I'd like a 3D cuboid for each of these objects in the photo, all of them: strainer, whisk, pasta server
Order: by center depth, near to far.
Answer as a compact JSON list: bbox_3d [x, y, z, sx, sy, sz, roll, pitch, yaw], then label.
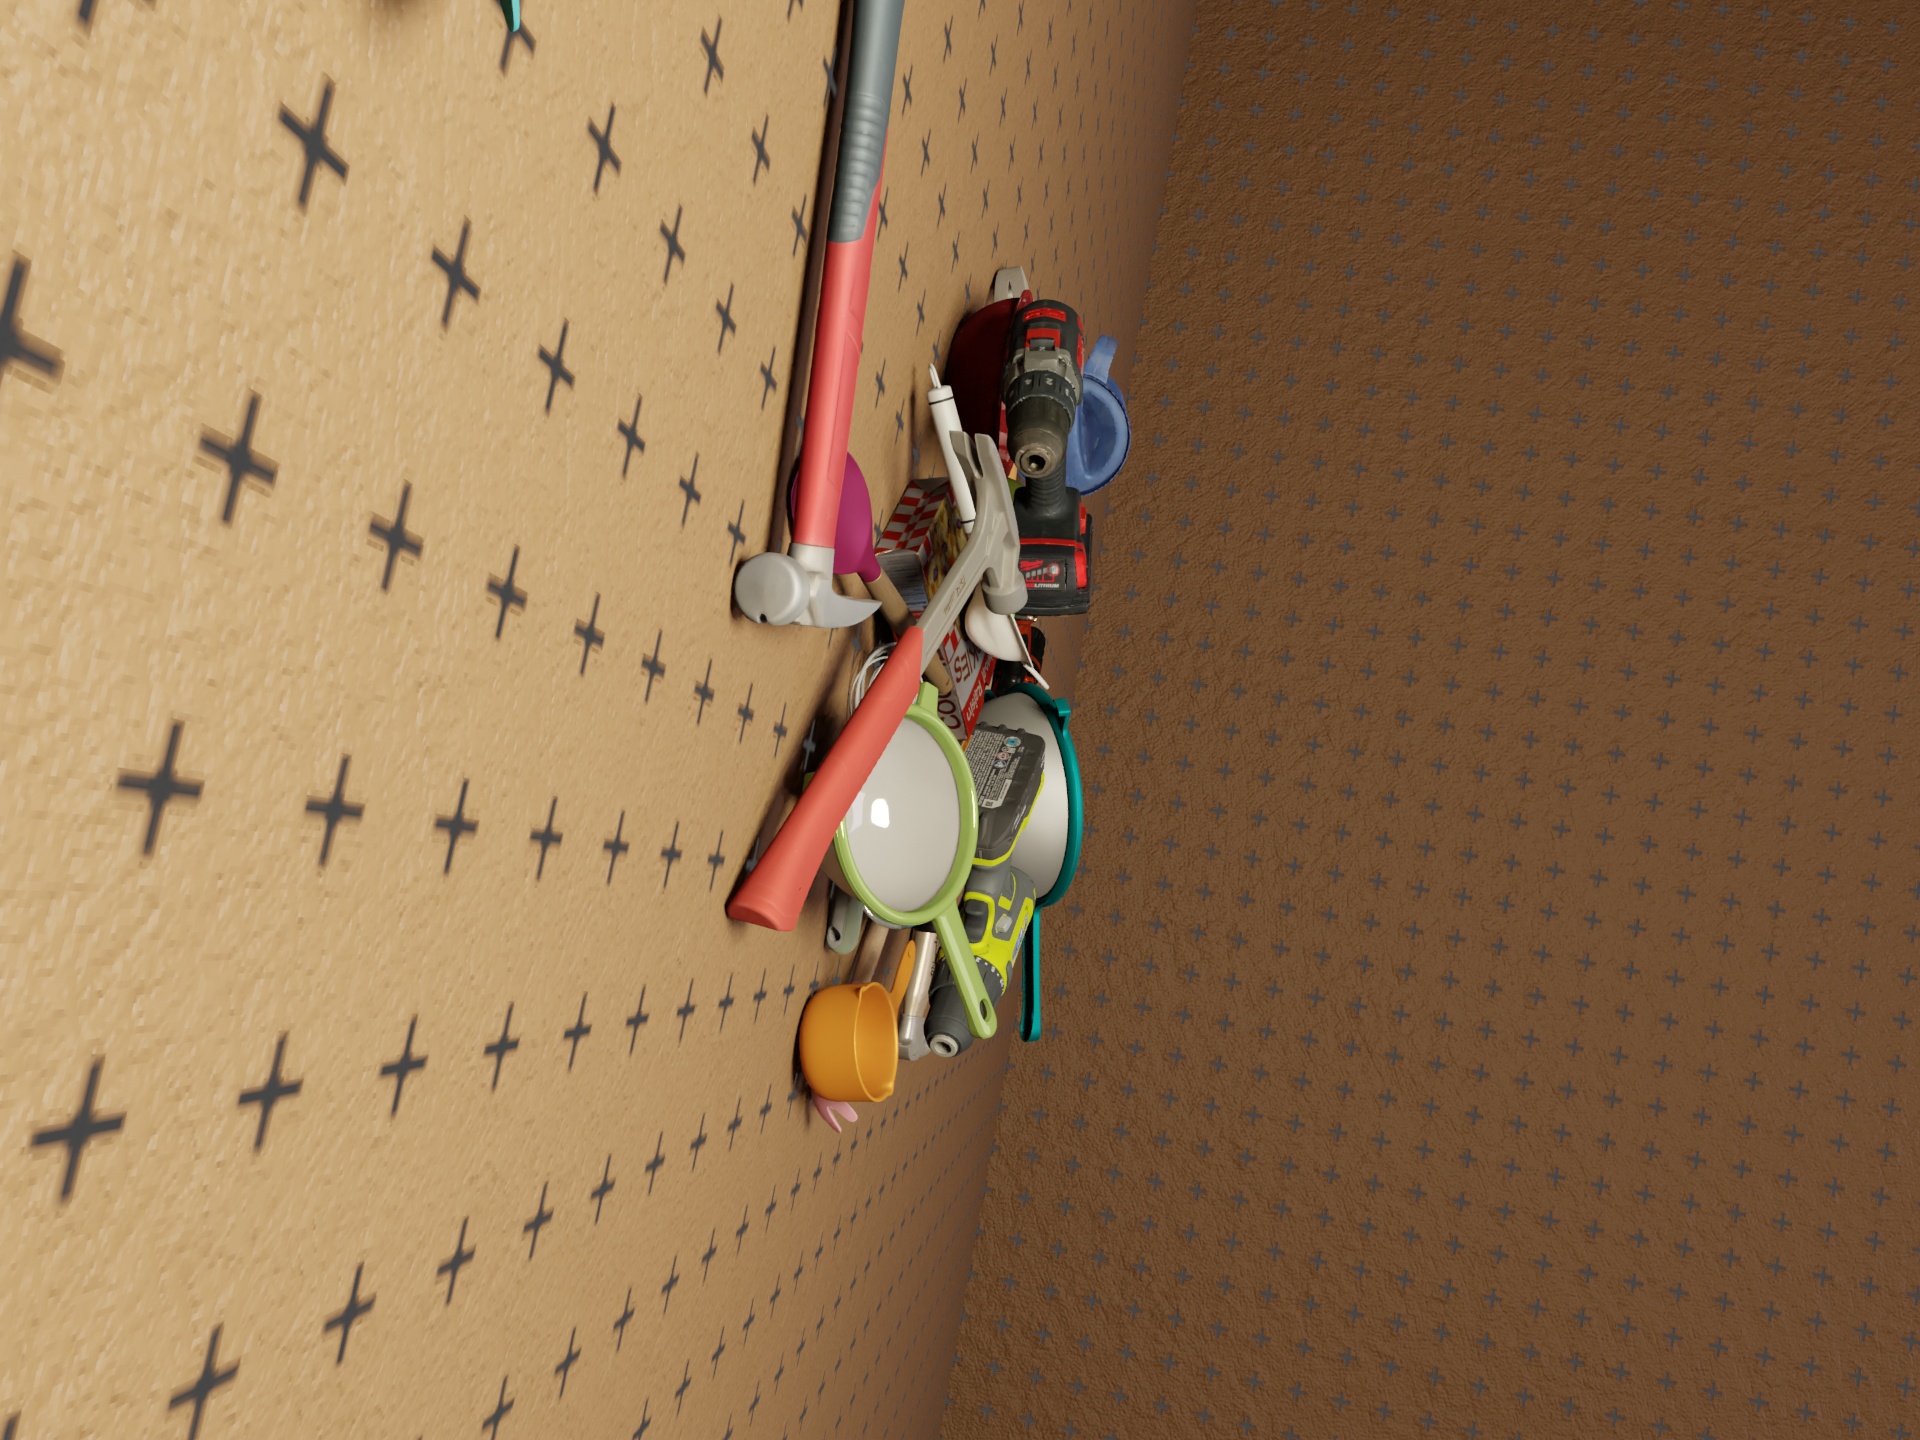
[{"bbox_3d":[-0.040,0.112,1.105,0.151,0.069,0.256,-42,119,-47],"label":"strainer"},{"bbox_3d":[-0.071,0.060,1.179,0.059,0.058,0.246,-5,112,-46],"label":"whisk"},{"bbox_3d":[0.010,-0.139,1.187,0.087,0.050,0.258,-113,-172,-76],"label":"strainer"},{"bbox_3d":[-0.073,0.209,1.340,0.060,0.040,0.316,-45,-164,34],"label":"pasta server"},{"bbox_3d":[0.030,0.136,1.483,0.211,0.095,0.340,-170,-101,-68],"label":"strainer"}]

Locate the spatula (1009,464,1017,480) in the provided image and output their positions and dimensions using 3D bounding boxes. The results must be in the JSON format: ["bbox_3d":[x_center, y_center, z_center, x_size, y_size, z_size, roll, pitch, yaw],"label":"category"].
[{"bbox_3d":[0.058,-0.264,1.671,0.081,0.041,0.322,-29,138,-41],"label":"spatula"}]

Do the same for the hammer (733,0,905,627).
[{"bbox_3d":[-0.056,-0.243,0.865,0.143,0.038,0.386,-11,109,-73],"label":"hammer"}]

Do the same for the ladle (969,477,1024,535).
[{"bbox_3d":[0.011,-0.079,1.521,0.078,0.062,0.320,-73,172,-65],"label":"ladle"}]

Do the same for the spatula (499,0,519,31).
[{"bbox_3d":[-0.103,-0.275,0.527,0.318,0.044,0.082,-66,160,-64],"label":"spatula"}]

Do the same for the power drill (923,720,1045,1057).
[{"bbox_3d":[0.013,0.135,1.262,0.191,0.080,0.228,-64,160,-50],"label":"power drill"}]

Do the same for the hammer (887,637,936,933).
[{"bbox_3d":[-0.026,0.046,1.388,0.146,0.035,0.334,-67,160,-58],"label":"hammer"}]

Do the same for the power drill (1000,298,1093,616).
[{"bbox_3d":[0.063,-0.185,1.225,0.188,0.080,0.226,-83,173,-46],"label":"power drill"}]

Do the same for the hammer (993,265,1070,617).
[{"bbox_3d":[0.071,-0.259,1.462,0.130,0.031,0.331,36,44,-78],"label":"hammer"}]

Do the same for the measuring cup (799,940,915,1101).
[{"bbox_3d":[-0.076,0.222,1.222,0.174,0.052,0.095,-65,145,-61],"label":"measuring cup"}]

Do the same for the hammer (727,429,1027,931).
[{"bbox_3d":[-0.048,-0.020,1.004,0.359,0.037,0.149,-60,148,-35],"label":"hammer"}]

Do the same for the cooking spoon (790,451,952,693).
[{"bbox_3d":[-0.052,-0.085,1.038,0.318,0.017,0.069,56,50,-63],"label":"cooking spoon"}]

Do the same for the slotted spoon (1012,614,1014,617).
[{"bbox_3d":[-0.002,-0.004,1.331,0.314,0.031,0.070,-71,162,-44],"label":"slotted spoon"}]

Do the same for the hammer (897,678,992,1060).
[{"bbox_3d":[-0.021,0.142,1.633,0.146,0.038,0.411,53,47,-77],"label":"hammer"}]
